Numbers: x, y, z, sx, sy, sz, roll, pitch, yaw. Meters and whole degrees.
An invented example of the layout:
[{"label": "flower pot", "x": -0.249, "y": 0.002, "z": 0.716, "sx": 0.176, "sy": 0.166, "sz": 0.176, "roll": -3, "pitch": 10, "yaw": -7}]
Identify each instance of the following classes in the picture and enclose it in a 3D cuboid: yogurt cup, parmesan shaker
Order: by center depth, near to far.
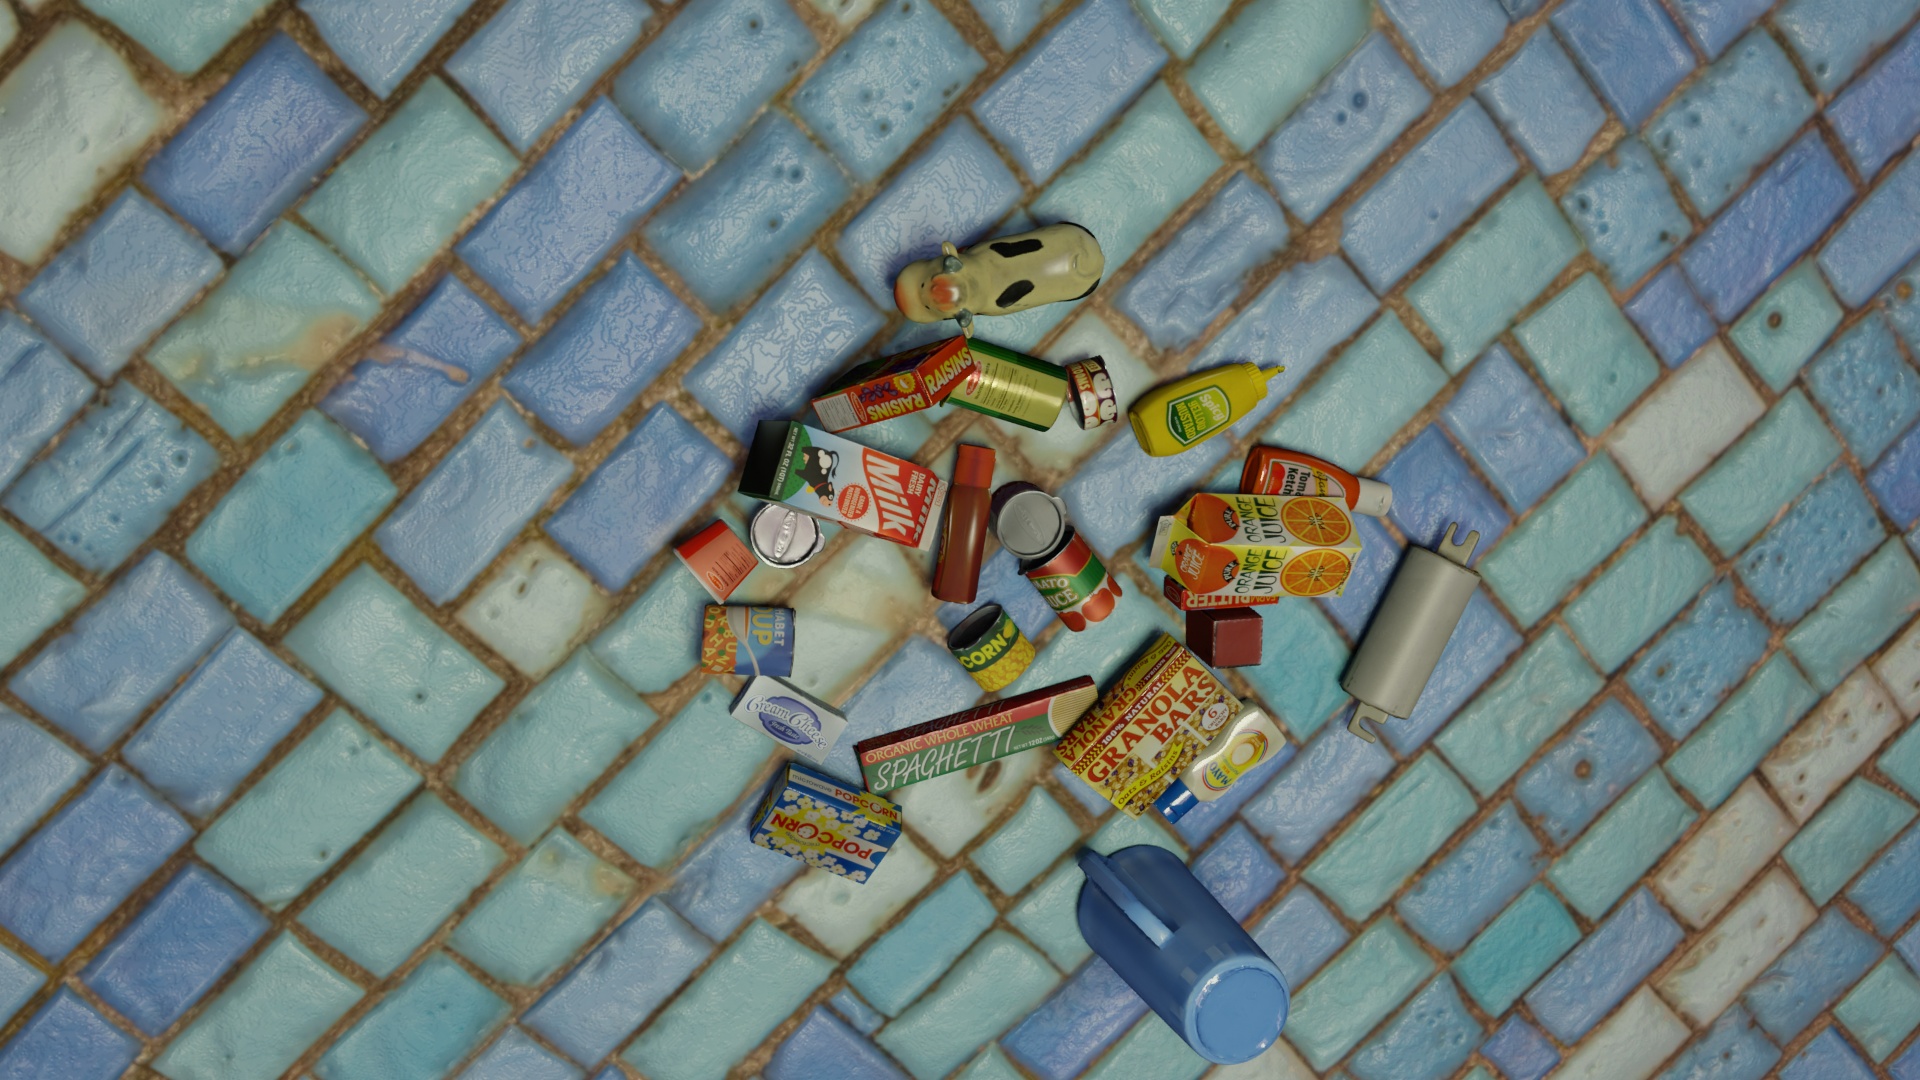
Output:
[{"label": "yogurt cup", "x": -0.224, "y": 0.017, "z": 1.282, "sx": 0.054, "sy": 0.072, "sz": 0.072, "roll": -41, "pitch": 107, "yaw": -8}, {"label": "parmesan shaker", "x": 0.040, "y": -0.143, "z": 1.296, "sx": 0.103, "sy": 0.071, "sz": 0.071, "roll": 16, "pitch": 99, "yaw": -15}]

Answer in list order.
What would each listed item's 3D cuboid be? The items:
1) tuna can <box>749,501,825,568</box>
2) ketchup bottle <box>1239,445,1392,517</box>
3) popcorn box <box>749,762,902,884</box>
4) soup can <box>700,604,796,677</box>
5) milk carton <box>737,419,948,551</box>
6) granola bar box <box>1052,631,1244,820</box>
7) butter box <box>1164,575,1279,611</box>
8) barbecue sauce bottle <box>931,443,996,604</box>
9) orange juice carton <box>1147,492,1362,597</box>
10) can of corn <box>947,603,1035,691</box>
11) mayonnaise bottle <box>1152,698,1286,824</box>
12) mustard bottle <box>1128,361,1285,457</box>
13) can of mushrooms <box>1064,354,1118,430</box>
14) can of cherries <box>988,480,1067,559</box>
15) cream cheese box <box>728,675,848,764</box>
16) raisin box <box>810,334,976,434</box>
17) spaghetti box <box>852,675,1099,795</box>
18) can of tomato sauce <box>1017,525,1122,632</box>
[{"label": "tuna can", "x": -0.162, "y": -0.008, "z": 1.303, "sx": 0.071, "sy": 0.033, "sz": 0.071, "roll": -3, "pitch": 103, "yaw": -10}, {"label": "ketchup bottle", "x": 0.357, "y": -0.053, "z": 1.391, "sx": 0.149, "sy": 0.044, "sz": 0.064, "roll": 9, "pitch": 108, "yaw": -14}, {"label": "popcorn box", "x": -0.131, "y": 0.277, "z": 1.358, "sx": 0.127, "sy": 0.038, "sz": 0.085, "roll": 25, "pitch": 119, "yaw": -15}, {"label": "soup can", "x": -0.199, "y": 0.092, "z": 1.300, "sx": 0.084, "sy": 0.071, "sz": 0.071, "roll": 4, "pitch": 102, "yaw": -12}, {"label": "milk carton", "x": -0.097, "y": -0.048, "z": 1.266, "sx": 0.190, "sy": 0.073, "sz": 0.072, "roll": 19, "pitch": 84, "yaw": -32}, {"label": "granola bar box", "x": 0.191, "y": 0.189, "z": 1.396, "sx": 0.165, "sy": 0.039, "sz": 0.124, "roll": -47, "pitch": 126, "yaw": 2}, {"label": "butter box", "x": 0.261, "y": 0.049, "z": 1.390, "sx": 0.104, "sy": 0.053, "sz": 0.024, "roll": -4, "pitch": 106, "yaw": -10}, {"label": "barbecue sauce bottle", "x": 0.005, "y": -0.017, "z": 1.321, "sx": 0.044, "sy": 0.065, "sz": 0.148, "roll": 9, "pitch": 95, "yaw": -2}, {"label": "orange juice carton", "x": 0.282, "y": 0.005, "z": 1.352, "sx": 0.193, "sy": 0.073, "sz": 0.071, "roll": 2, "pitch": 135, "yaw": -7}, {"label": "can of corn", "x": 0.030, "y": 0.105, "z": 1.348, "sx": 0.071, "sy": 0.071, "sz": 0.058, "roll": -38, "pitch": 108, "yaw": -1}, {"label": "mayonnaise bottle", "x": 0.264, "y": 0.233, "z": 1.438, "sx": 0.148, "sy": 0.041, "sz": 0.064, "roll": -41, "pitch": 109, "yaw": 0}, {"label": "mustard bottle", "x": 0.245, "y": -0.137, "z": 1.346, "sx": 0.160, "sy": 0.049, "sz": 0.065, "roll": -26, "pitch": 108, "yaw": -4}, {"label": "can of mushrooms", "x": 0.122, "y": -0.141, "z": 1.311, "sx": 0.033, "sy": 0.071, "sz": 0.071, "roll": -16, "pitch": 106, "yaw": -5}, {"label": "can of cherries", "x": 0.064, "y": -0.022, "z": 1.332, "sx": 0.071, "sy": 0.058, "sz": 0.071, "roll": -2, "pitch": 102, "yaw": -10}, {"label": "cream cheese box", "x": -0.166, "y": 0.170, "z": 1.348, "sx": 0.104, "sy": 0.024, "sz": 0.053, "roll": 32, "pitch": 94, "yaw": -16}, {"label": "raisin box", "x": -0.059, "y": -0.139, "z": 1.236, "sx": 0.123, "sy": 0.086, "sz": 0.040, "roll": -11, "pitch": 111, "yaw": 36}, {"label": "spaghetti box", "x": 0.020, "y": 0.195, "z": 1.388, "sx": 0.250, "sy": 0.029, "sz": 0.050, "roll": -16, "pitch": 106, "yaw": -7}, {"label": "can of tomato sauce", "x": 0.107, "y": 0.039, "z": 1.349, "sx": 0.071, "sy": 0.071, "sz": 0.083, "roll": -39, "pitch": 108, "yaw": 0}]
